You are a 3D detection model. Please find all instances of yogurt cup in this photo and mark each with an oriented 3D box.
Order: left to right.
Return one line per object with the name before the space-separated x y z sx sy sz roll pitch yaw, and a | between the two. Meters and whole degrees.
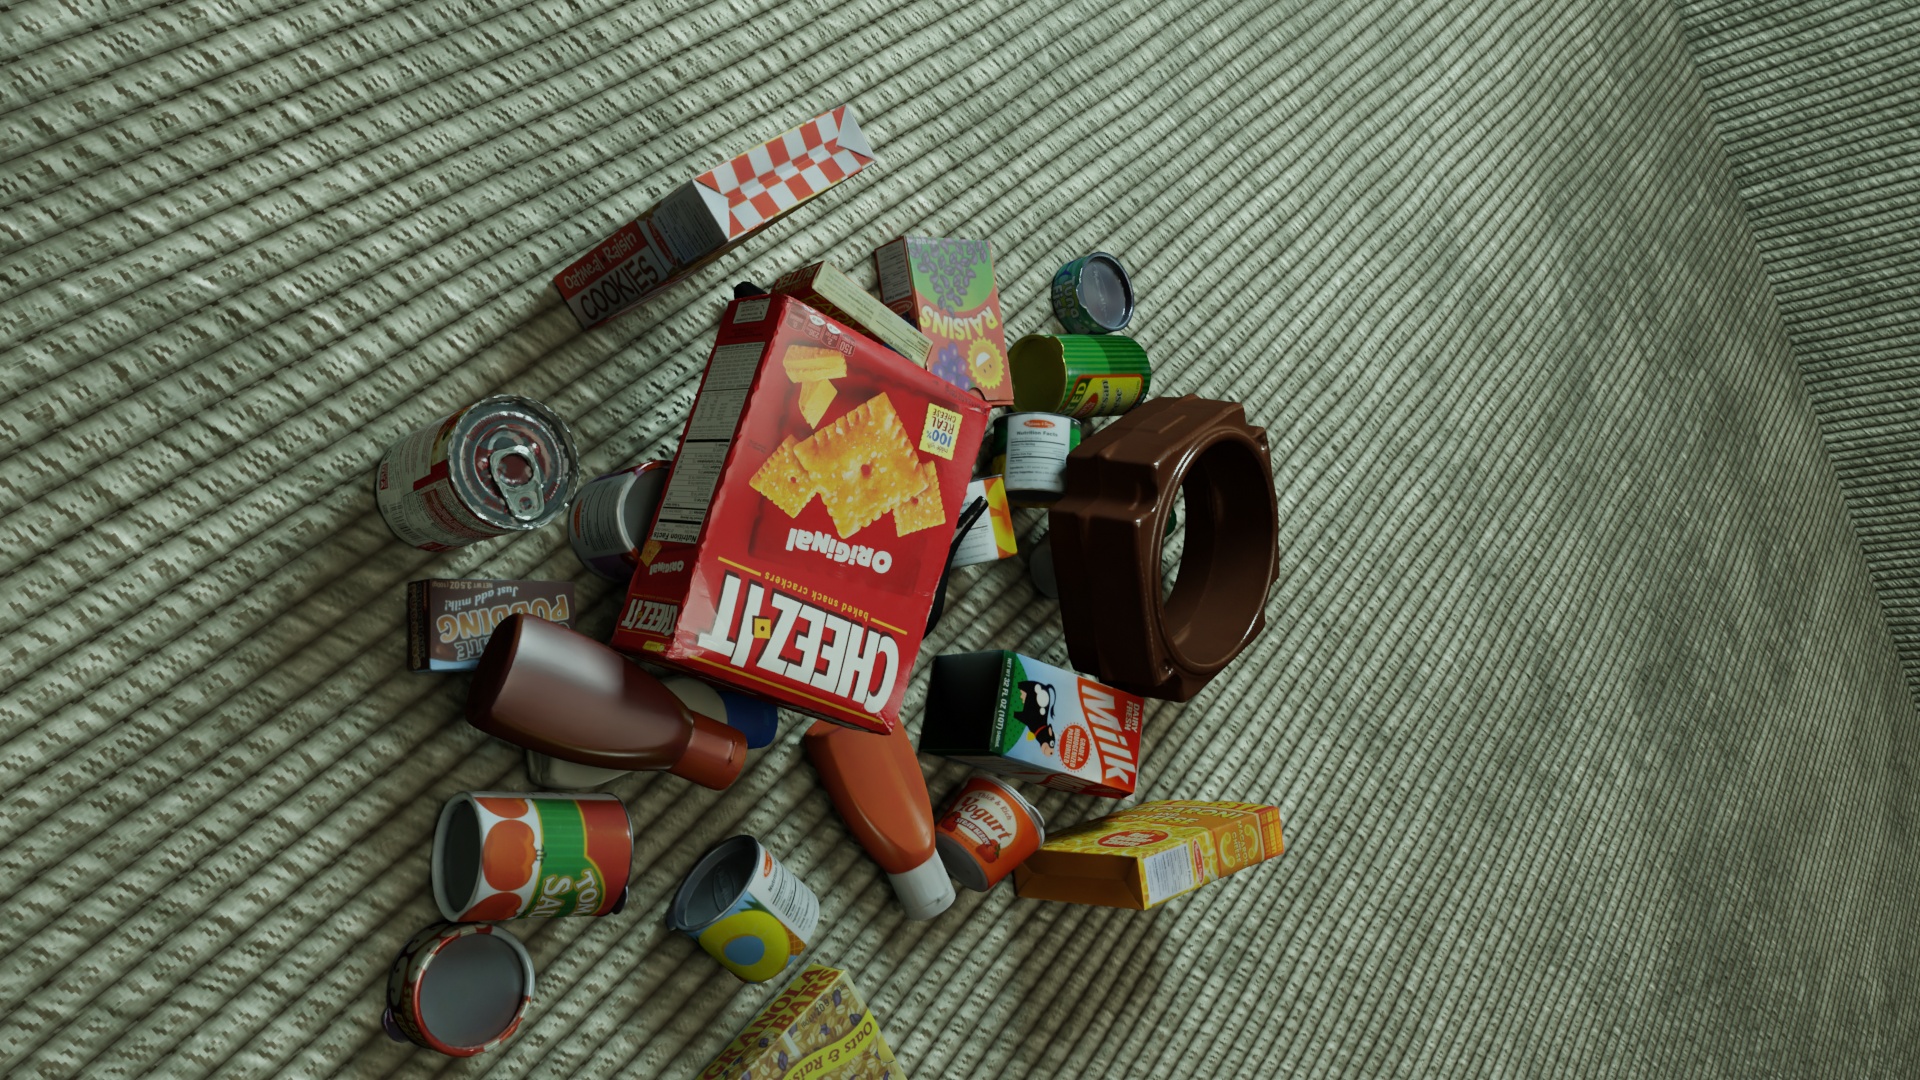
yogurt cup | 0.015 0.203 0.952 0.054 0.072 0.072 -41 111 -31

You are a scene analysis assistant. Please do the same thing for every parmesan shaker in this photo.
parmesan shaker | 0.093 -0.128 1.075 0.103 0.071 0.071 -8 88 -43

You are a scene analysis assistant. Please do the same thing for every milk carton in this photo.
milk carton | 0.069 0.137 1.005 0.190 0.073 0.072 24 68 -38

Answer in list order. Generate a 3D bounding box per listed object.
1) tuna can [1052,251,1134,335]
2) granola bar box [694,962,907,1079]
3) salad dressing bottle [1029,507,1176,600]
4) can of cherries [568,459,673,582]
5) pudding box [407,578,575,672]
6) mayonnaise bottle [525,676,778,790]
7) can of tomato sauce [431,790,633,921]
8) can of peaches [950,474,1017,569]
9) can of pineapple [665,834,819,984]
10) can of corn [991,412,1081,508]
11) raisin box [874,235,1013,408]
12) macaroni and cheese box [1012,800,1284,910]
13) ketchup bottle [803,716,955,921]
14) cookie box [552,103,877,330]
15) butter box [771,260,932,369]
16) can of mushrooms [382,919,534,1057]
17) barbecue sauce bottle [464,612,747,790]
tuna can | 0.106 -0.198 1.126 0.071 0.032 0.071 9 76 -42
granola bar box | -0.105 0.357 0.828 0.166 0.039 0.124 -38 109 -40
salad dressing bottle | 0.116 0.002 1.094 0.148 0.044 0.064 -24 105 -44
can of cherries | -0.182 -0.011 0.809 0.071 0.058 0.071 9 77 -41
pudding box | -0.253 0.046 0.753 0.084 0.030 0.049 3 81 -42
mayonnaise bottle | -0.176 0.108 0.807 0.148 0.041 0.065 3 78 -43
can of tomato sauce | -0.225 0.167 0.731 0.083 0.071 0.071 11 76 -41
can of peaches | 0.003 -0.012 0.977 0.071 0.071 0.058 -13 92 -43
can of pineapple | -0.127 0.218 0.817 0.057 0.071 0.071 50 53 -25
can of corn | 0.056 -0.058 1.035 0.071 0.071 0.058 13 75 -41
raisin box | -0.010 -0.155 1.007 0.086 0.040 0.123 -7 88 -44
macaroni and cheese box | 0.139 0.226 1.019 0.167 0.123 0.040 -6 89 -44
ketchup bottle | -0.047 0.177 0.911 0.065 0.043 0.148 -33 105 -40
cookie box | -0.144 -0.183 0.801 0.123 0.167 0.040 -41 108 -39
butter box | -0.073 -0.147 0.938 0.103 0.053 0.024 33 64 -34
can of mushrooms | -0.258 0.231 0.714 0.071 0.033 0.071 9 77 -42
barbecue sauce bottle | -0.184 0.094 0.742 0.148 0.043 0.065 30 58 -33
